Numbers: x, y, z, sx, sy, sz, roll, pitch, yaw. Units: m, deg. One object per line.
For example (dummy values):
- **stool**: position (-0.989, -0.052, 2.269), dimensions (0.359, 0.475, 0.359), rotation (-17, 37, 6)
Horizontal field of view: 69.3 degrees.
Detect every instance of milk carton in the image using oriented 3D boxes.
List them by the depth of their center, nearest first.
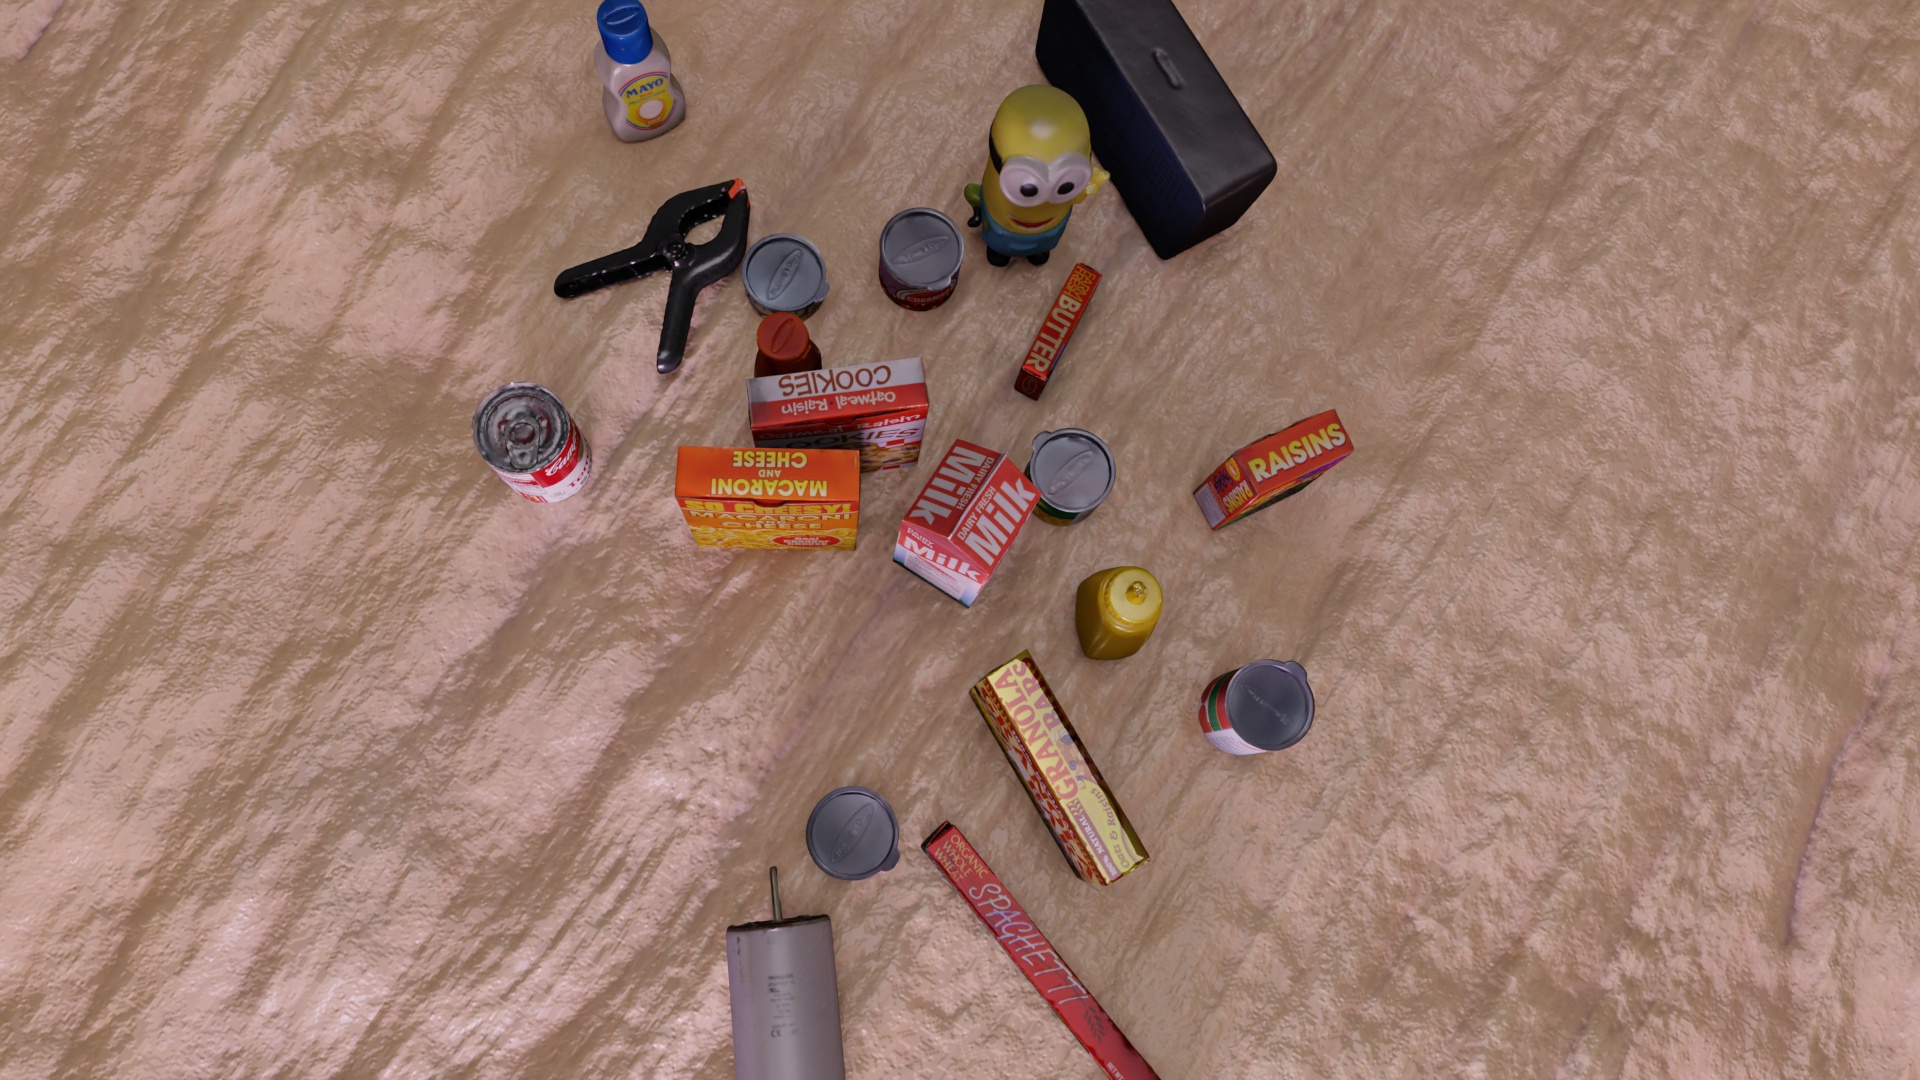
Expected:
- **milk carton**: position (0.004, -0.013, 0.998), dimensions (0.073, 0.190, 0.072), rotation (33, 78, 2)

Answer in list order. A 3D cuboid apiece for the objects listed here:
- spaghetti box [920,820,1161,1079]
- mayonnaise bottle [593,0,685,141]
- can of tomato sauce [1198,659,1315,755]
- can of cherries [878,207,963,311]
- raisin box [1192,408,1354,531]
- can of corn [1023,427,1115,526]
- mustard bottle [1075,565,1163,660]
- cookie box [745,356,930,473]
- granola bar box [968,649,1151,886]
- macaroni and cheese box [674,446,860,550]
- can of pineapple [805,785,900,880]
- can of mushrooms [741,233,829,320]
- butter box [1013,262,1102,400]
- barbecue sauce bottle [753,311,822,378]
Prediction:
- **spaghetti box**: position (0.059, 0.308, 1.007), dimensions (0.029, 0.050, 0.250), rotation (-39, 84, -11)
- **mayonnaise bottle**: position (-0.251, -0.363, 1.071), dimensions (0.065, 0.147, 0.041), rotation (-25, 82, -9)
- **can of tomato sauce**: position (0.221, 0.125, 1.044), dimensions (0.071, 0.083, 0.071), rotation (1, 78, -5)
- **can of cherries**: position (-0.032, -0.220, 1.107), dimensions (0.071, 0.058, 0.071), rotation (1, 78, -5)
- **raisin box**: position (0.237, -0.053, 1.062), dimensions (0.086, 0.123, 0.040), rotation (-24, 82, -9)
- **can of corn**: position (0.081, -0.050, 1.081), dimensions (0.071, 0.058, 0.071), rotation (1, 78, -5)
- **mustard bottle**: position (0.118, 0.049, 1.011), dimensions (0.049, 0.160, 0.065), rotation (-5, 79, -6)
- **cookie box**: position (-0.090, -0.083, 1.016), dimensions (0.123, 0.167, 0.040), rotation (-9, 80, -7)
- **granola bar box**: position (0.067, 0.165, 1.000), dimensions (0.039, 0.124, 0.165), rotation (-29, 82, -10)
- **macaroni and cheese box**: position (-0.134, -0.027, 1.001), dimensions (0.124, 0.166, 0.040), rotation (1, 79, -5)
- **can of pineapple**: position (-0.078, 0.214, 1.010), dimensions (0.071, 0.057, 0.071), rotation (1, 78, -5)
- **can of mushrooms**: position (-0.138, -0.207, 1.107), dimensions (0.071, 0.033, 0.071), rotation (1, 78, -5)
- **butter box**: position (0.077, -0.167, 1.108), dimensions (0.024, 0.053, 0.104), rotation (28, 77, 1)
- **barbecue sauce bottle**: position (-0.129, -0.127, 1.032), dimensions (0.044, 0.148, 0.065), rotation (28, 78, 1)
